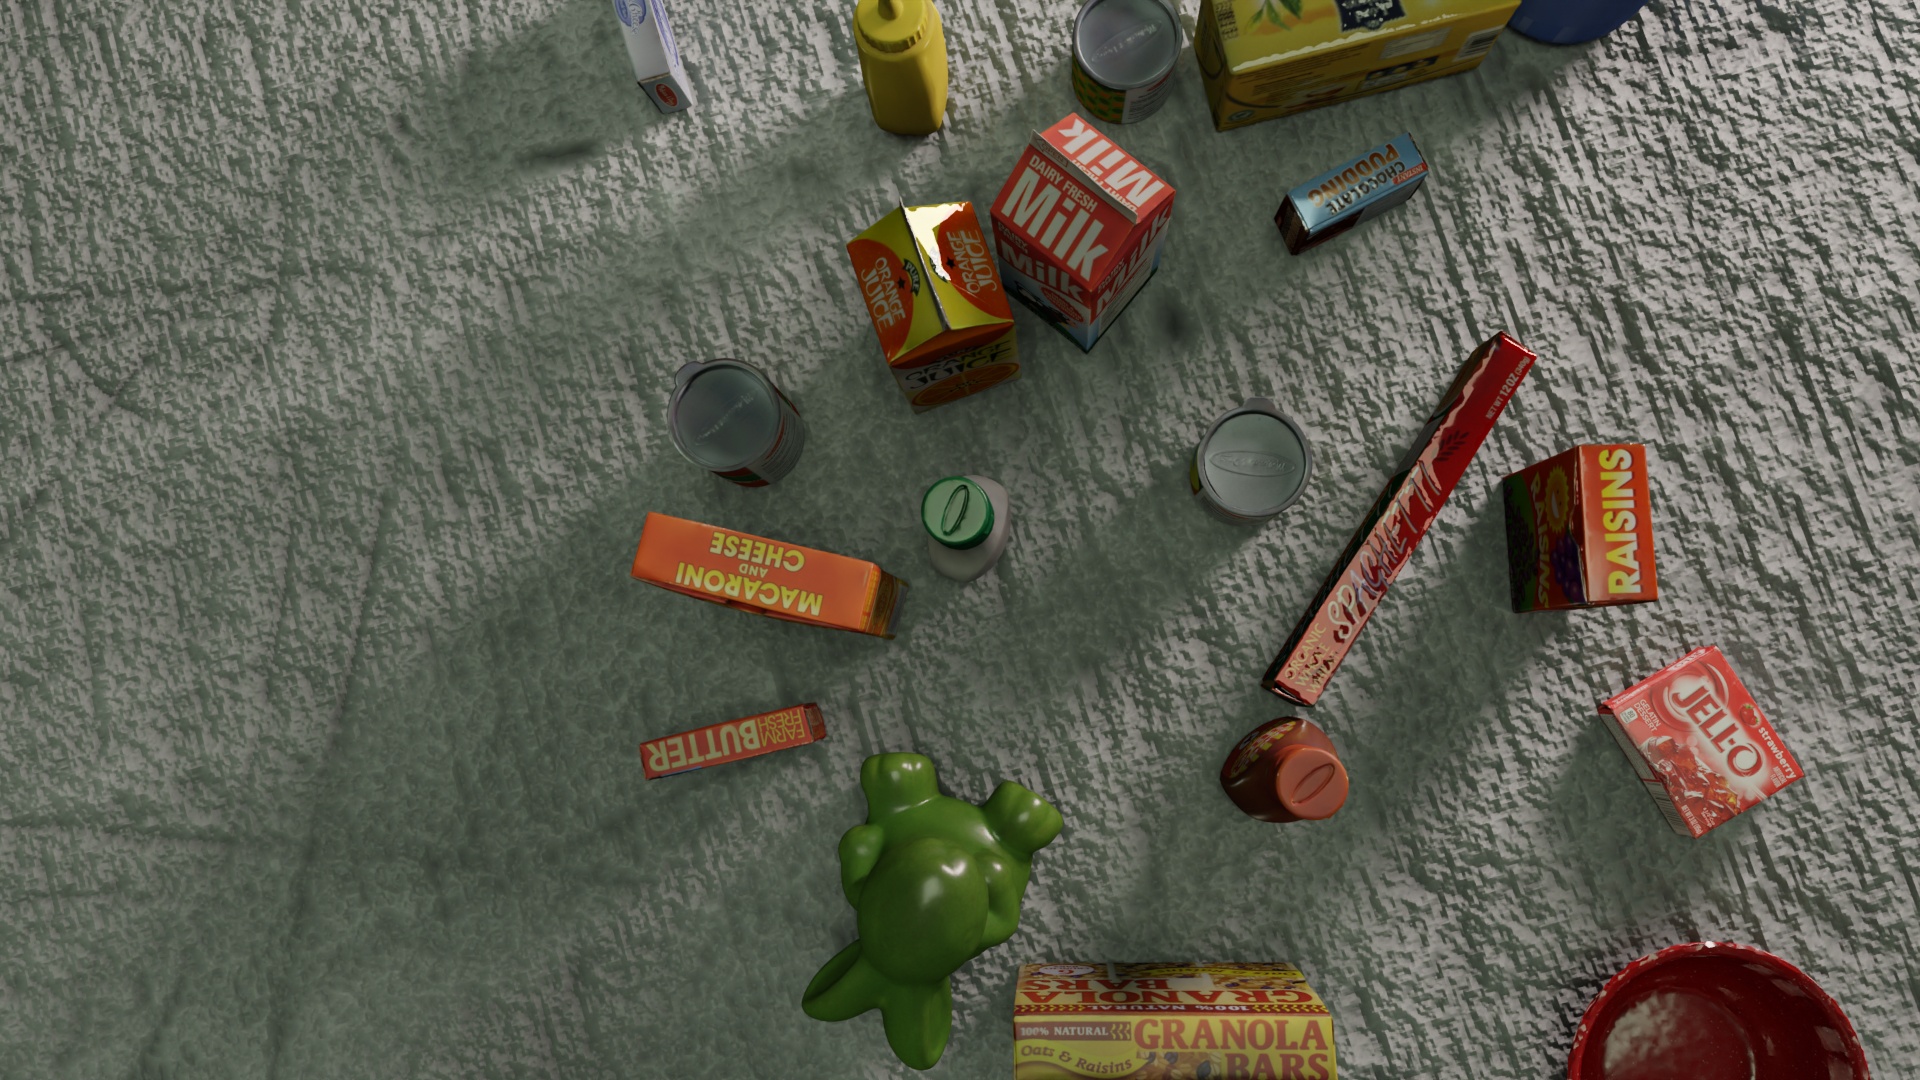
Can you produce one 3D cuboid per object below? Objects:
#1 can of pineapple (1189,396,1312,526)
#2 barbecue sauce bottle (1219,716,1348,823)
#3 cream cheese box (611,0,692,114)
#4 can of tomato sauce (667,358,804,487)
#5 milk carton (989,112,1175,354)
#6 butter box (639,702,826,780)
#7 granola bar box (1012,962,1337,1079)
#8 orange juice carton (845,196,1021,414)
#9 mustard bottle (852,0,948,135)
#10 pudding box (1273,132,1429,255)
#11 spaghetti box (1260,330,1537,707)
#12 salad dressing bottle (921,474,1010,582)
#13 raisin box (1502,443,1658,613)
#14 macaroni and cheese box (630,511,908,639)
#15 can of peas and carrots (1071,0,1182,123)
[{"bbox_3d":[0.173,-0.045,0.830,0.071,0.058,0.071,0,85,4],"label":"can of pineapple"},{"bbox_3d":[0.181,0.129,0.767,0.065,0.148,0.044,-42,84,0],"label":"barbecue sauce bottle"},{"bbox_3d":[-0.201,-0.329,0.884,0.024,0.053,0.104,-17,84,2],"label":"cream cheese box"},{"bbox_3d":[-0.135,-0.070,0.839,0.071,0.083,0.071,0,85,4],"label":"can of tomato sauce"},{"bbox_3d":[0.068,-0.174,0.782,0.072,0.190,0.073,40,89,6],"label":"milk carton"},{"bbox_3d":[-0.136,0.120,0.836,0.103,0.053,0.024,-13,84,2],"label":"butter box"},{"bbox_3d":[0.113,0.265,0.770,0.166,0.124,0.039,-1,85,4],"label":"granola bar box"},{"bbox_3d":[-0.012,-0.131,0.782,0.073,0.192,0.072,-19,84,2],"label":"orange juice carton"},{"bbox_3d":[-0.036,-0.291,0.816,0.049,0.160,0.065,2,85,4],"label":"mustard bottle"},{"bbox_3d":[0.237,-0.210,0.846,0.084,0.049,0.030,-27,84,1],"label":"pudding box"},{"bbox_3d":[0.258,-0.010,0.825,0.029,0.050,0.250,33,87,6],"label":"spaghetti box"},{"bbox_3d":[0.003,-0.010,0.792,0.044,0.147,0.064,21,87,5],"label":"salad dressing bottle"},{"bbox_3d":[0.345,-0.004,0.782,0.040,0.123,0.086,-1,85,4],"label":"raisin box"},{"bbox_3d":[-0.100,0.024,0.786,0.124,0.166,0.040,13,86,5],"label":"macaroni and cheese box"},{"bbox_3d":[0.100,-0.301,0.859,0.071,0.058,0.071,0,85,4],"label":"can of peas and carrots"}]
